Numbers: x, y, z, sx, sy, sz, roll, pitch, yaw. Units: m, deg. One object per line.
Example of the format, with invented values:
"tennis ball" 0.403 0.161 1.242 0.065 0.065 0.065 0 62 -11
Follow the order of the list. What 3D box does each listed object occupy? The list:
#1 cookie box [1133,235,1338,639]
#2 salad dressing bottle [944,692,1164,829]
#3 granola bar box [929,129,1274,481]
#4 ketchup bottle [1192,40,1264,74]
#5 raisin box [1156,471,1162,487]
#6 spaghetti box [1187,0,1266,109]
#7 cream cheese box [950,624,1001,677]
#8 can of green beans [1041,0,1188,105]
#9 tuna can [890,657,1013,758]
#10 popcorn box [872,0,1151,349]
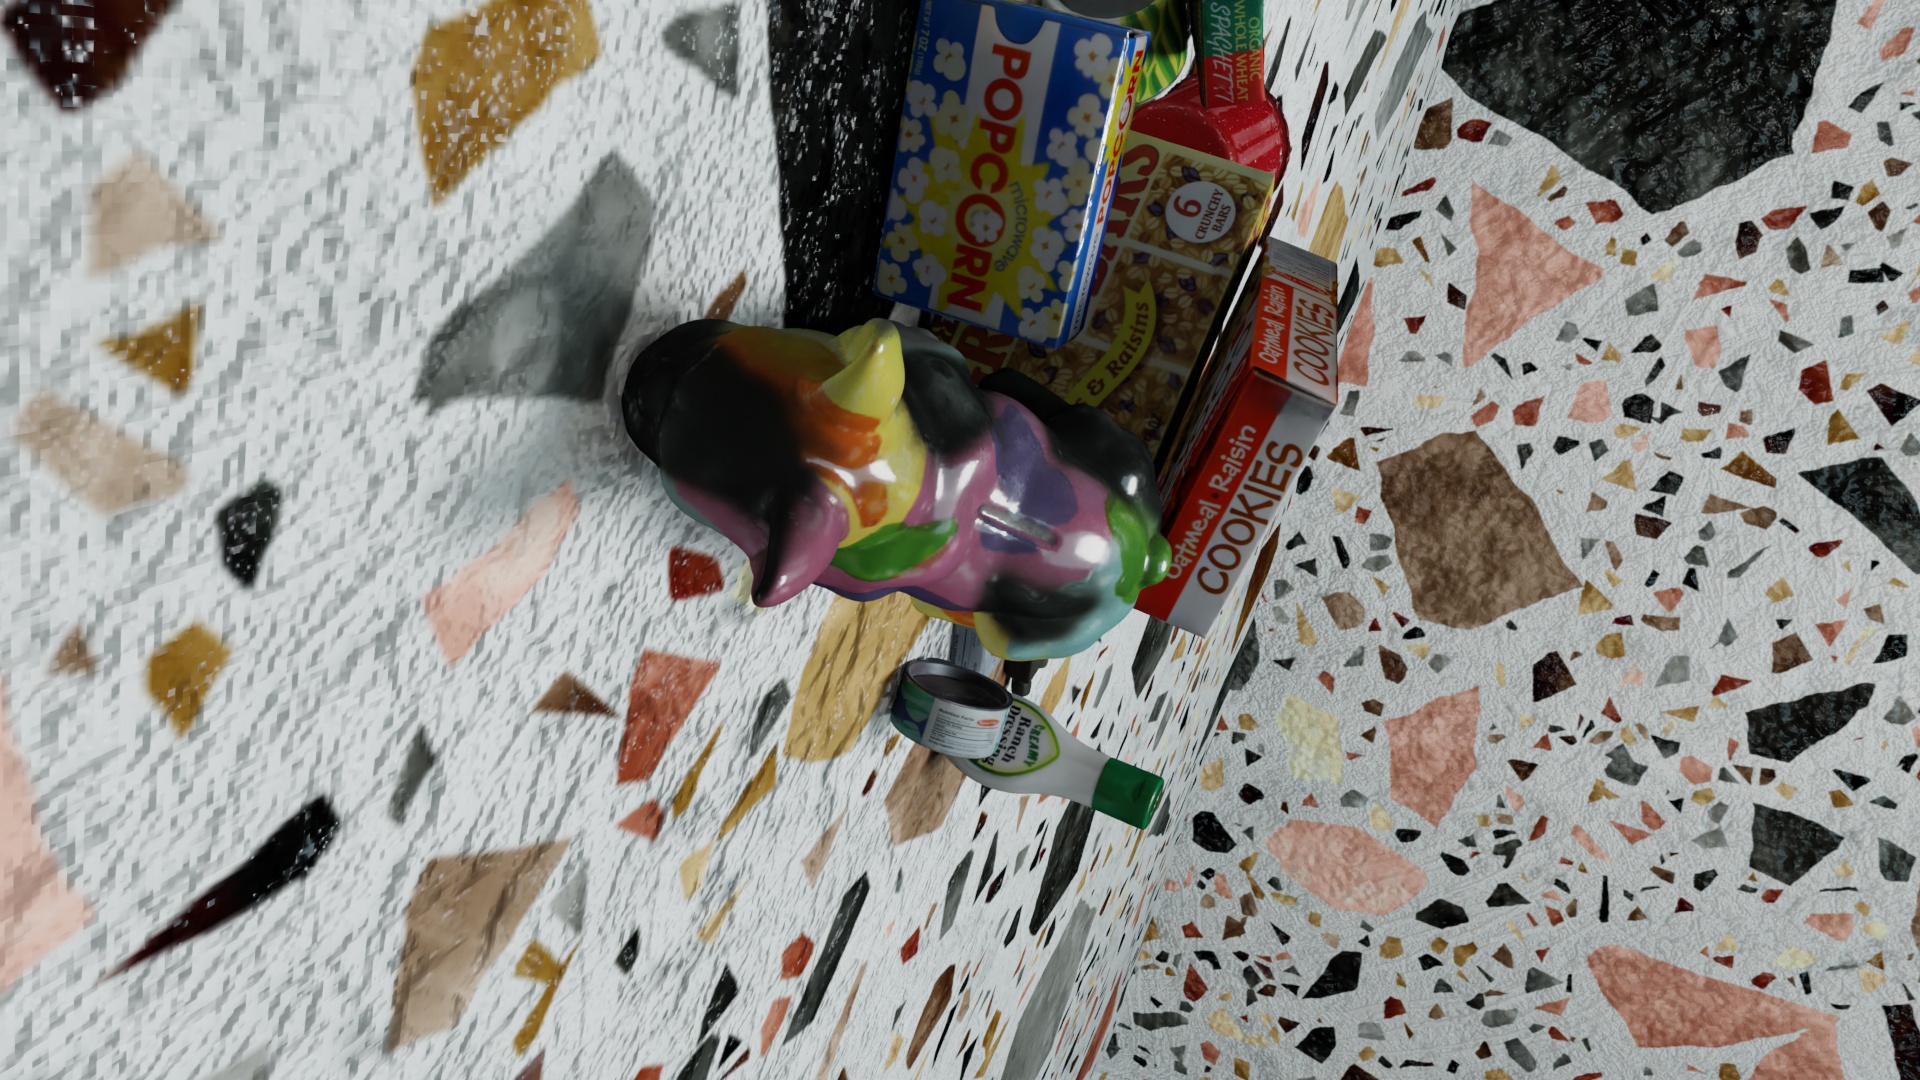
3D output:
"cookie box" 0.125 -0.052 0.625 0.168 0.040 0.122 -64 177 -57
"salad dressing bottle" 0.060 0.146 0.918 0.064 0.148 0.043 -63 162 -21
"granola bar box" 0.062 -0.114 0.662 0.039 0.124 0.166 64 49 -71
"ketchup bottle" 0.193 -0.301 0.992 0.065 0.043 0.148 -66 163 -8
"raisin box" 0.115 -0.055 0.898 0.086 0.123 0.040 -69 163 -3
"spaghetti box" 0.124 -0.276 0.677 0.251 0.029 0.050 -81 165 -53
"cream cheese box" 0.018 0.041 0.880 0.054 0.024 0.103 -51 155 -47
"can of green beans" 0.071 -0.245 0.643 0.071 0.071 0.057 -64 162 -16
"tuna can" -0.006 0.096 0.804 0.071 0.071 0.032 -18 127 -69
"popcorn box" 0.019 -0.149 0.557 0.038 0.085 0.126 -41 147 -59
